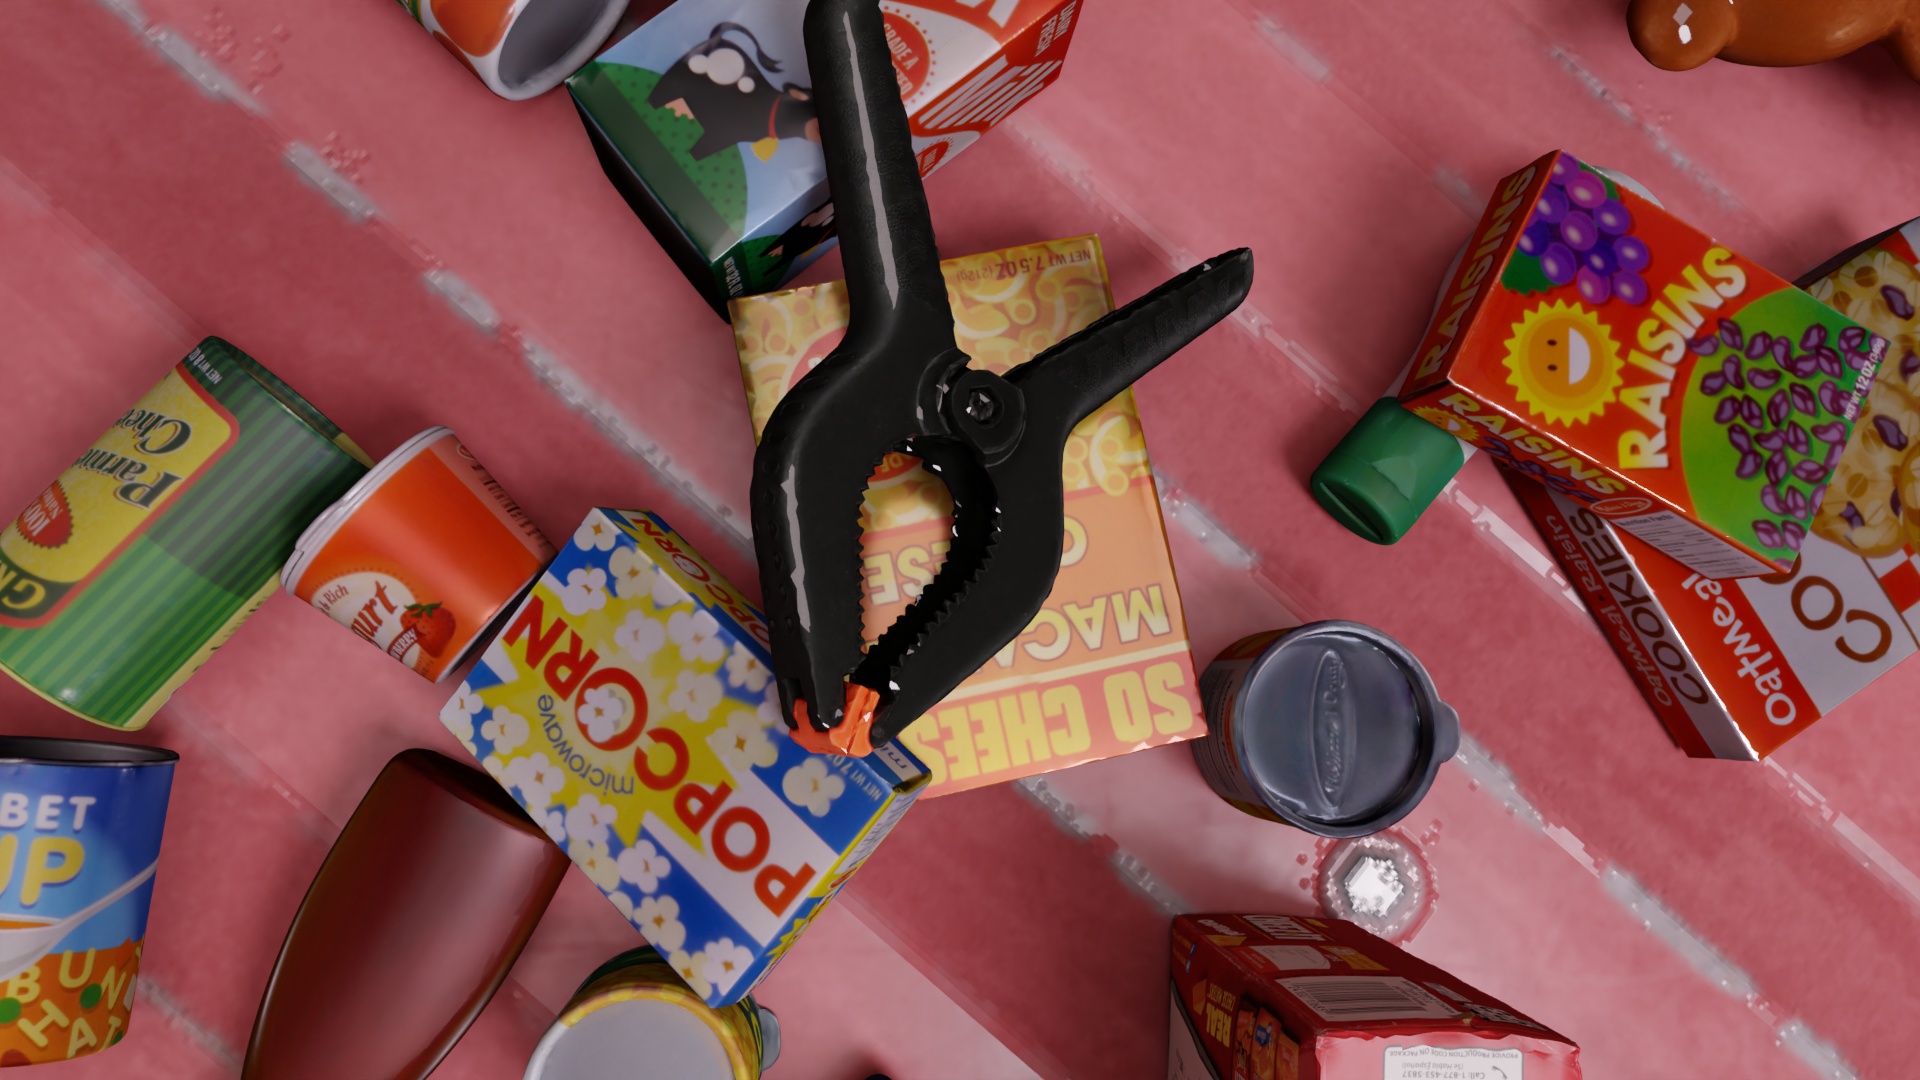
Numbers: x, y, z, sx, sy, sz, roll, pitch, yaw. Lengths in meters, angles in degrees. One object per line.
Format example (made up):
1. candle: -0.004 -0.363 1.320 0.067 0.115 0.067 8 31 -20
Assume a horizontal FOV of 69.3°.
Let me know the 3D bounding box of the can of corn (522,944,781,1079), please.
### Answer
1. can of corn: -0.091 0.160 0.416 0.071 0.058 0.071 1 84 -5

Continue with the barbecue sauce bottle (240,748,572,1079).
1. barbecue sauce bottle: -0.180 0.141 0.418 0.065 0.043 0.148 29 82 -1

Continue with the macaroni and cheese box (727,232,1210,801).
1. macaroni and cheese box: 0.002 -0.006 0.454 0.124 0.040 0.166 -11 84 -5

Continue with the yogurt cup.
1. yogurt cup: -0.162 0.007 0.426 0.054 0.072 0.072 42 81 -8

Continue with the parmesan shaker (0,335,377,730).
1. parmesan shaker: -0.237 -0.004 0.420 0.071 0.071 0.103 41 81 0

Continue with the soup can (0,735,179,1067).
1. soup can: -0.271 0.101 0.399 0.071 0.071 0.084 7 83 -5

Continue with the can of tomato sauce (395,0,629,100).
1. can of tomato sauce: -0.158 -0.194 0.449 0.083 0.071 0.071 43 82 0

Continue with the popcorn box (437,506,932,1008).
1. popcorn box: -0.083 0.061 0.414 0.127 0.038 0.085 41 100 15

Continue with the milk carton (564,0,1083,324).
1. milk carton: -0.025 -0.163 0.454 0.191 0.072 0.073 -39 88 -9

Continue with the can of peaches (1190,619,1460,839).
1. can of peaches: 0.115 0.060 0.449 0.071 0.058 0.071 1 83 -6

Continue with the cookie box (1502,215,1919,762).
1. cookie box: 0.295 -0.018 0.485 0.168 0.040 0.123 -31 87 -9

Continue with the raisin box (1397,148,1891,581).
1. raisin box: 0.213 -0.054 0.438 0.123 0.040 0.086 28 83 -4

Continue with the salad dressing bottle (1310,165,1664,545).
1. salad dressing bottle: 0.181 -0.063 0.477 0.064 0.044 0.148 43 81 -1
